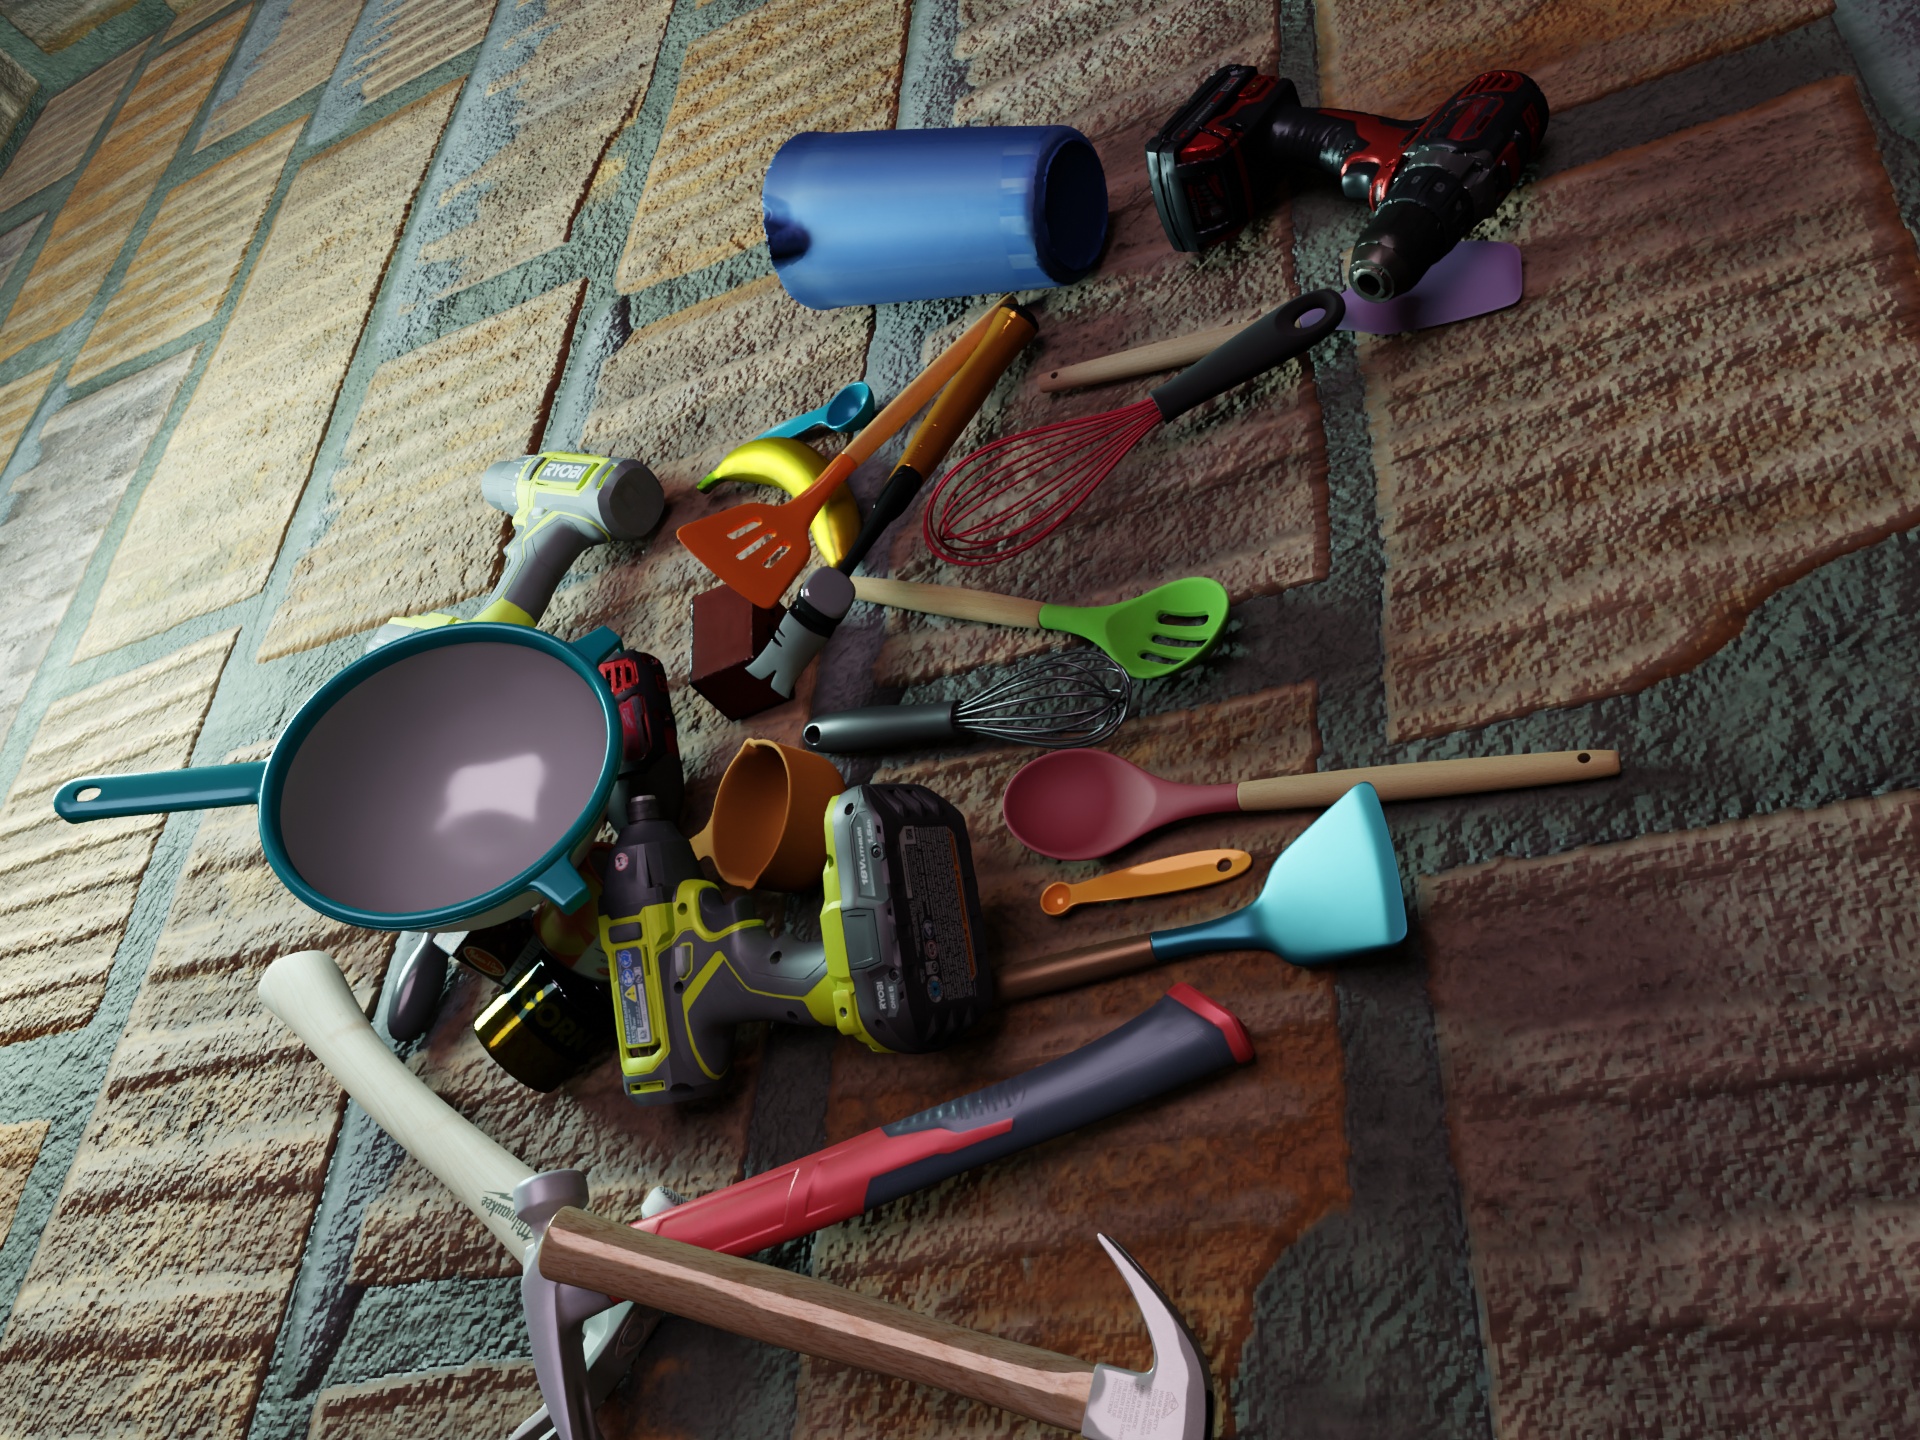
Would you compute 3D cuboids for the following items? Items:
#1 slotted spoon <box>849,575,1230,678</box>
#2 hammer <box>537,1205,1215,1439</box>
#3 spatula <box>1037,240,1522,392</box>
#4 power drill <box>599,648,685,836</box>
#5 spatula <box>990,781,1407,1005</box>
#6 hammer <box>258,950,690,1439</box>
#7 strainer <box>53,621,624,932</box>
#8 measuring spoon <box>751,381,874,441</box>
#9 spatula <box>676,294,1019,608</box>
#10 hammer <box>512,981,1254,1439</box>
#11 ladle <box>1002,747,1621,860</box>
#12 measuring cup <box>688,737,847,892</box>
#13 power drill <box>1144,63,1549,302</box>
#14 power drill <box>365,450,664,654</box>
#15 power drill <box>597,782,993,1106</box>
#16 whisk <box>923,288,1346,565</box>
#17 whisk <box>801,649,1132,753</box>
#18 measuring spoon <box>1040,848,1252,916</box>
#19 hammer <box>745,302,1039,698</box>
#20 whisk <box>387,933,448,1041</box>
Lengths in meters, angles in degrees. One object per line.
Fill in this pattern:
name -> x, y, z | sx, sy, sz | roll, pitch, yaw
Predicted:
slotted spoon -> 0.034, -0.069, 0.980 | 0.314, 0.031, 0.070 | 12, 65, 41
hammer -> -0.048, 0.273, 0.720 | 0.331, 0.031, 0.130 | 8, 68, 22
spatula -> 0.193, -0.249, 1.011 | 0.316, 0.018, 0.060 | -8, 63, 28
power drill -> -0.290, 0.045, 1.041 | 0.219, 0.078, 0.143 | -14, 69, -1
spatula -> 0.071, 0.116, 0.806 | 0.317, 0.044, 0.082 | -19, 59, 23
hammer -> -0.319, 0.254, 0.949 | 0.411, 0.038, 0.146 | 25, 75, 38
strainer -> -0.358, 0.055, 0.951 | 0.340, 0.095, 0.211 | -5, 54, 5
measuring spoon -> -0.112, -0.219, 1.200 | 0.128, 0.021, 0.042 | -15, 51, 36
spatula -> -0.060, -0.197, 1.093 | 0.081, 0.041, 0.323 | 40, 68, 5
hammer -> -0.037, 0.233, 0.773 | 0.386, 0.038, 0.143 | -23, 64, 9
ladle -> 0.168, 0.035, 0.813 | 0.315, 0.031, 0.069 | -7, 57, 28
measuring cup -> -0.130, 0.076, 0.974 | 0.173, 0.052, 0.095 | -34, 52, 44
power drill -> 0.228, -0.336, 0.997 | 0.227, 0.080, 0.188 | 19, 59, 38
power drill -> -0.355, -0.117, 1.242 | 0.191, 0.080, 0.228 | 12, 63, 39
power drill -> -0.102, 0.110, 0.854 | 0.223, 0.080, 0.171 | -15, 80, 33
whisk -> 0.106, -0.183, 0.990 | 0.296, 0.073, 0.073 | -30, 46, 8
whisk -> -0.002, -0.004, 0.943 | 0.239, 0.055, 0.055 | -7, 54, 35
measuring spoon -> 0.097, 0.086, 0.836 | 0.117, 0.011, 0.021 | -14, 51, 21
hammer -> -0.033, -0.160, 1.044 | 0.337, 0.034, 0.127 | -59, 8, -33
whisk -> -0.334, 0.084, 1.099 | 0.070, 0.070, 0.285 | -1, 63, 33
